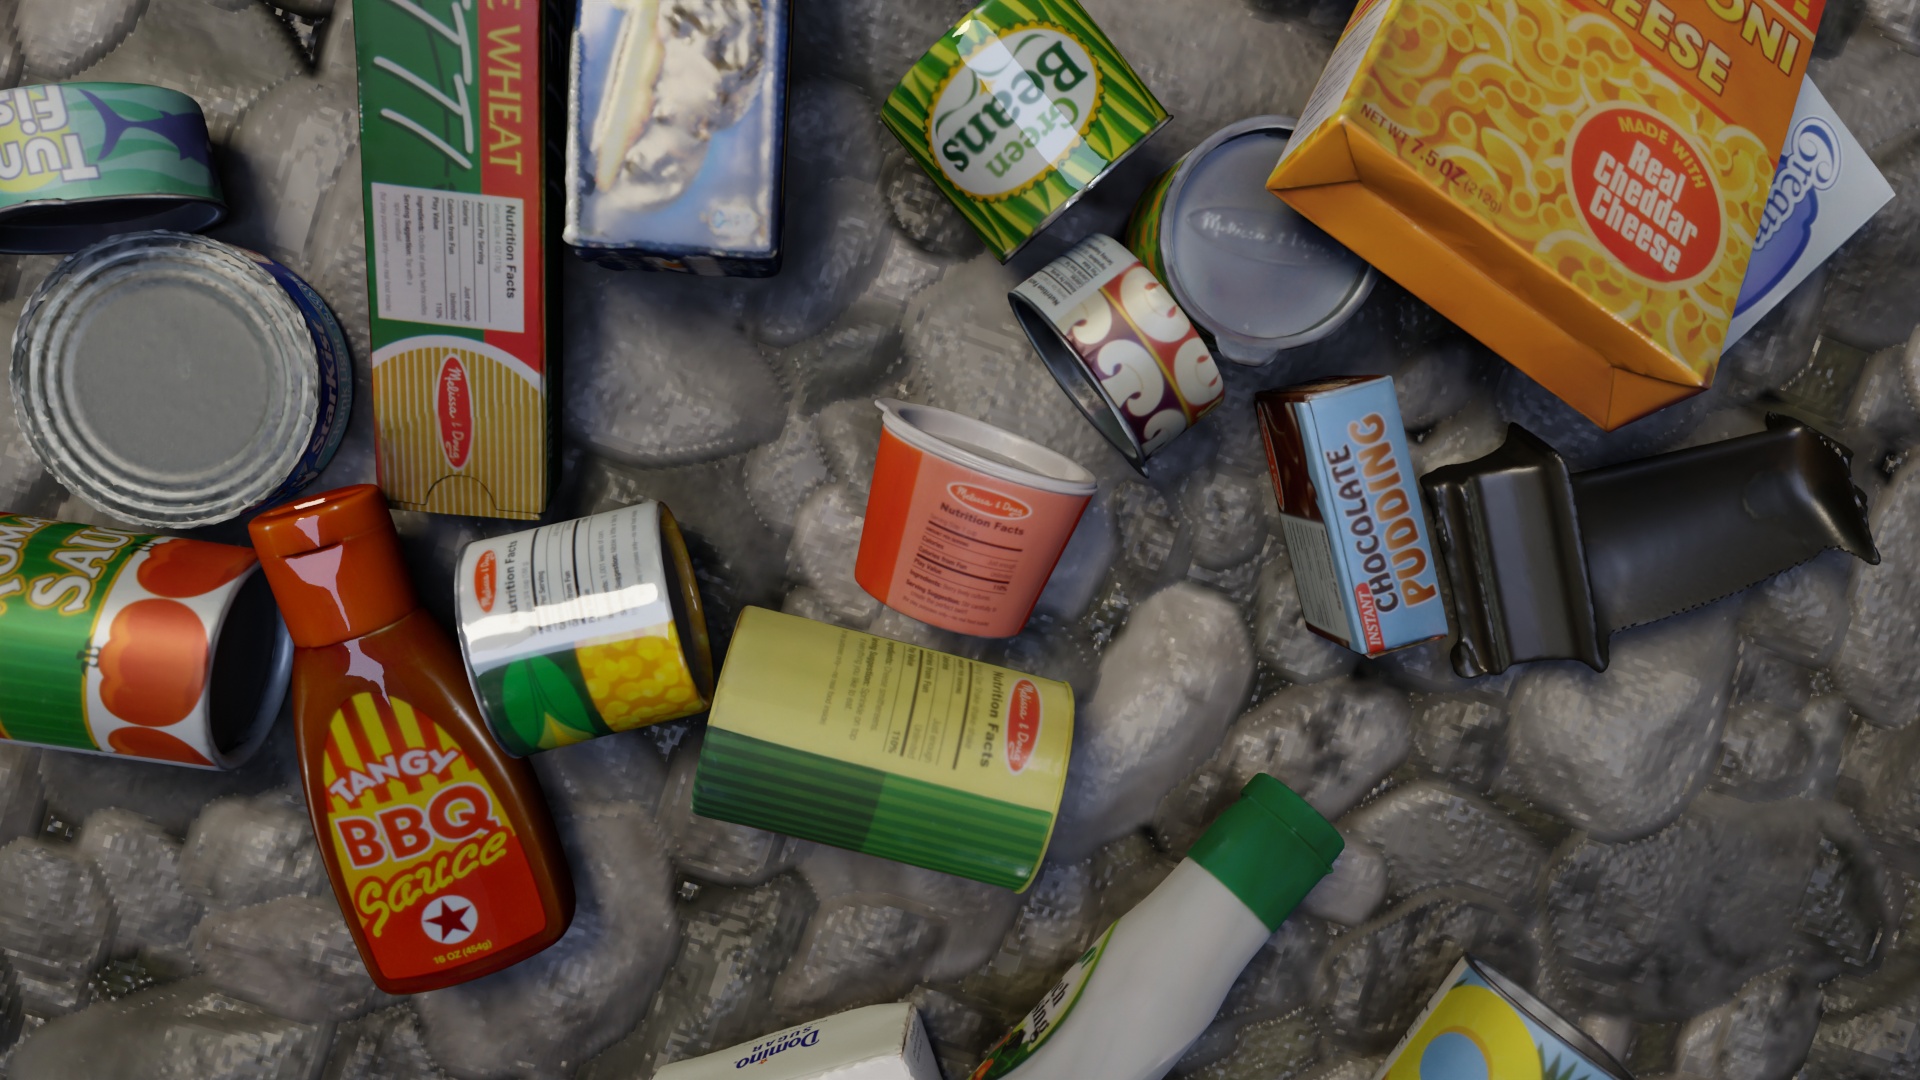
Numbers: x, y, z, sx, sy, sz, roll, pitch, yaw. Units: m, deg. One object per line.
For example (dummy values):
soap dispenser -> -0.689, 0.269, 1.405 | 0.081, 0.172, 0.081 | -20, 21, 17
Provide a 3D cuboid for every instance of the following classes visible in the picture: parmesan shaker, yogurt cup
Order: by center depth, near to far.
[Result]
yogurt cup -> 0.002, -0.005, 0.421 | 0.072, 0.072, 0.053 | 18, 103, -6
parmesan shaker -> -0.024, 0.061, 0.426 | 0.103, 0.071, 0.071 | 15, 95, -5

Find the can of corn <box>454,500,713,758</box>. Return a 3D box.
can of corn -> -0.109, 0.027, 0.415 | 0.058, 0.071, 0.071 | -13, 97, -3

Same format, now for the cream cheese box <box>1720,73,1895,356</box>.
cream cheese box -> 0.243, -0.095, 0.450 | 0.104, 0.024, 0.053 | -44, 99, 1

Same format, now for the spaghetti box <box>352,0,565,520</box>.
spaghetti box -> -0.134, -0.125, 0.377 | 0.050, 0.029, 0.248 | 5, 114, -6

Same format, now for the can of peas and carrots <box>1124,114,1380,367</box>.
can of peas and carrots -> 0.086, -0.088, 0.421 | 0.071, 0.059, 0.071 | 0, 97, -4

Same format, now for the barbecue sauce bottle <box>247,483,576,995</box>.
barbecue sauce bottle -> -0.166, 0.058, 0.413 | 0.065, 0.044, 0.148 | -16, 105, -7

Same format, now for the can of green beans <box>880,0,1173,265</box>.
can of green beans -> 0.019, -0.124, 0.408 | 0.071, 0.071, 0.058 | -41, 97, 1

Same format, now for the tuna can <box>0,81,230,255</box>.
tuna can -> -0.245, -0.103, 0.387 | 0.071, 0.071, 0.032 | -13, 96, -3

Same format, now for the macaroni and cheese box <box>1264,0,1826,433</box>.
macaroni and cheese box -> 0.174, -0.133, 0.399 | 0.123, 0.040, 0.167 | 33, 66, -9

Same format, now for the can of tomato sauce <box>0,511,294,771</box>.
can of tomato sauce -> -0.247, 0.027, 0.402 | 0.083, 0.071, 0.071 | 9, 95, -6

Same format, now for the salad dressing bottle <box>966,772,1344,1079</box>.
salad dressing bottle -> 0.061, 0.140, 0.443 | 0.044, 0.064, 0.148 | 42, 83, 12

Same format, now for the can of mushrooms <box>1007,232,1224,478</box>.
can of mushrooms -> 0.048, -0.056, 0.418 | 0.033, 0.071, 0.071 | -38, 97, -1

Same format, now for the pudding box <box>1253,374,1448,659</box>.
pudding box -> 0.121, -0.009, 0.436 | 0.030, 0.050, 0.083 | -16, 97, -4

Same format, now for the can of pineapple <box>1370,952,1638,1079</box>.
can of pineapple -> 0.177, 0.179, 0.449 | 0.071, 0.071, 0.058 | 35, 94, -7
